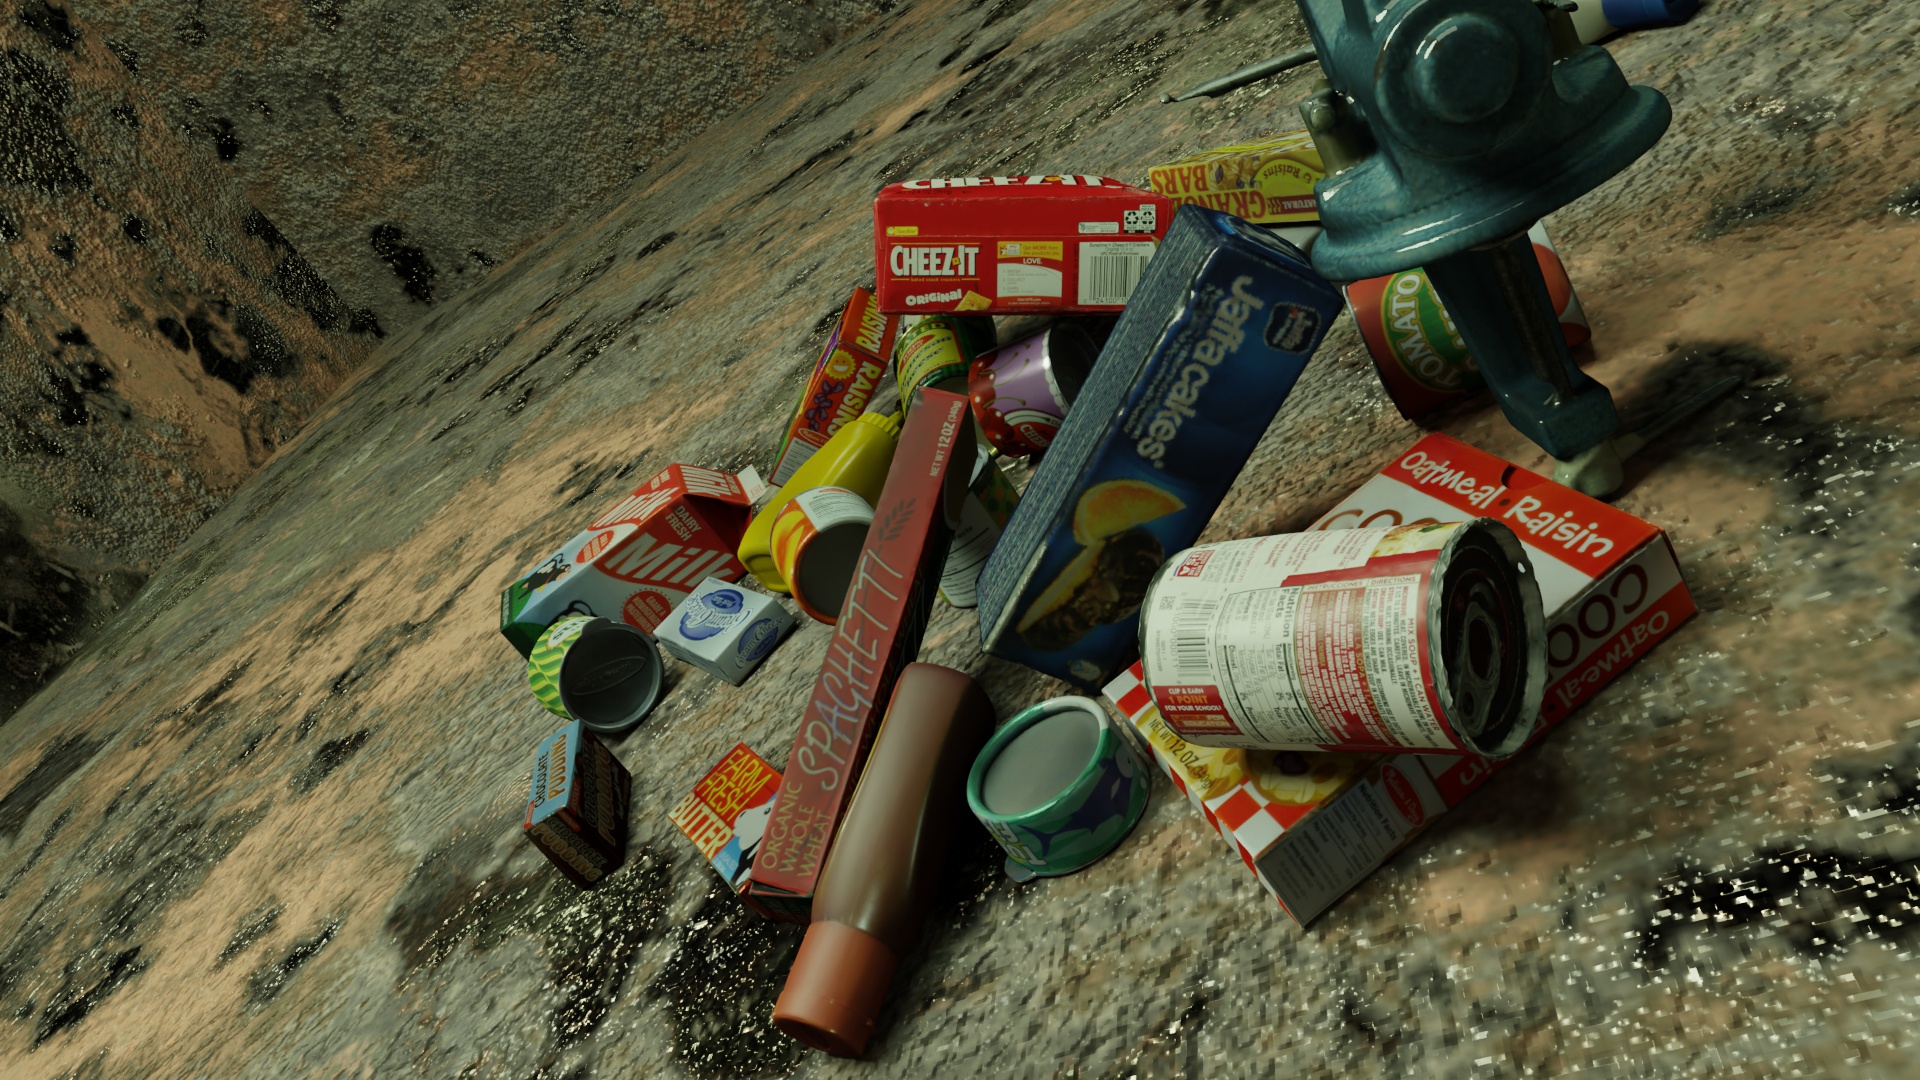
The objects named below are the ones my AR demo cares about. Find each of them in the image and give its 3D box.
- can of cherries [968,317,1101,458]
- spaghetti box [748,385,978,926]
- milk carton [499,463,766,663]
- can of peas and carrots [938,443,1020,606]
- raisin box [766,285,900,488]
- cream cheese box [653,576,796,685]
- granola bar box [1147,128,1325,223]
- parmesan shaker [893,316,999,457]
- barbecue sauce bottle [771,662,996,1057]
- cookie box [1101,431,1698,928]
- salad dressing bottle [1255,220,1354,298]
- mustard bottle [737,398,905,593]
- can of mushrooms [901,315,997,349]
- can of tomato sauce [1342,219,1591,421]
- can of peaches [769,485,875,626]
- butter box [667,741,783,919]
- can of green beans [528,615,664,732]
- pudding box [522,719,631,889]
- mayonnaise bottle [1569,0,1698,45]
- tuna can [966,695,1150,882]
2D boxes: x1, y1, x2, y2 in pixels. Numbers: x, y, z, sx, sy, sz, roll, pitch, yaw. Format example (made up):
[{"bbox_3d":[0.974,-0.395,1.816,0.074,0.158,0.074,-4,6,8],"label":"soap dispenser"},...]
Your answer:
[{"bbox_3d":[0.046,-0.084,0.794,0.058,0.071,0.072,-19,31,34],"label":"can of cherries"},{"bbox_3d":[-0.037,0.046,0.620,0.029,0.050,0.251,10,61,13],"label":"spaghetti box"},{"bbox_3d":[-0.211,0.015,0.938,0.191,0.073,0.072,-38,25,-2],"label":"milk carton"},{"bbox_3d":[0.003,-0.009,0.729,0.071,0.058,0.071,-29,26,16],"label":"can of peas and carrots"},{"bbox_3d":[-0.086,-0.100,0.950,0.122,0.040,0.086,-58,13,31],"label":"raisin box"},{"bbox_3d":[-0.146,0.054,0.848,0.053,0.024,0.104,-48,28,-19],"label":"cream cheese box"},{"bbox_3d":[0.205,-0.210,0.784,0.124,0.039,0.165,-20,18,-25],"label":"granola bar box"},{"bbox_3d":[-0.004,-0.096,0.871,0.071,0.071,0.103,-33,26,9],"label":"parmesan shaker"},{"bbox_3d":[-0.028,0.124,0.548,0.044,0.064,0.149,12,55,15],"label":"barbecue sauce bottle"},{"bbox_3d":[0.146,0.039,0.491,0.167,0.040,0.123,-38,26,-2],"label":"cookie box"},{"bbox_3d":[0.162,-0.158,0.797,0.064,0.044,0.148,-39,24,-13],"label":"salad dressing bottle"},{"bbox_3d":[-0.074,-0.036,0.880,0.065,0.048,0.161,-8,37,49],"label":"mustard bottle"},{"bbox_3d":[-0.008,-0.141,0.952,0.033,0.071,0.071,-13,34,38],"label":"can of mushrooms"},{"bbox_3d":[0.218,-0.098,0.599,0.083,0.071,0.071,-25,28,23],"label":"can of tomato sauce"},{"bbox_3d":[-0.069,0.011,0.781,0.071,0.071,0.058,-39,26,-4],"label":"can of peaches"},{"bbox_3d":[-0.098,0.134,0.655,0.053,0.024,0.103,-45,27,-15],"label":"butter box"},{"bbox_3d":[-0.224,0.081,0.853,0.071,0.071,0.058,-49,28,-23],"label":"can of green beans"},{"bbox_3d":[-0.206,0.141,0.750,0.030,0.049,0.084,-33,26,6],"label":"pudding box"},{"bbox_3d":[0.358,-0.315,0.819,0.065,0.041,0.148,-45,28,-12],"label":"mayonnaise bottle"},{"bbox_3d":[0.036,0.096,0.542,0.071,0.032,0.071,-29,26,16],"label":"tuna can"}]
